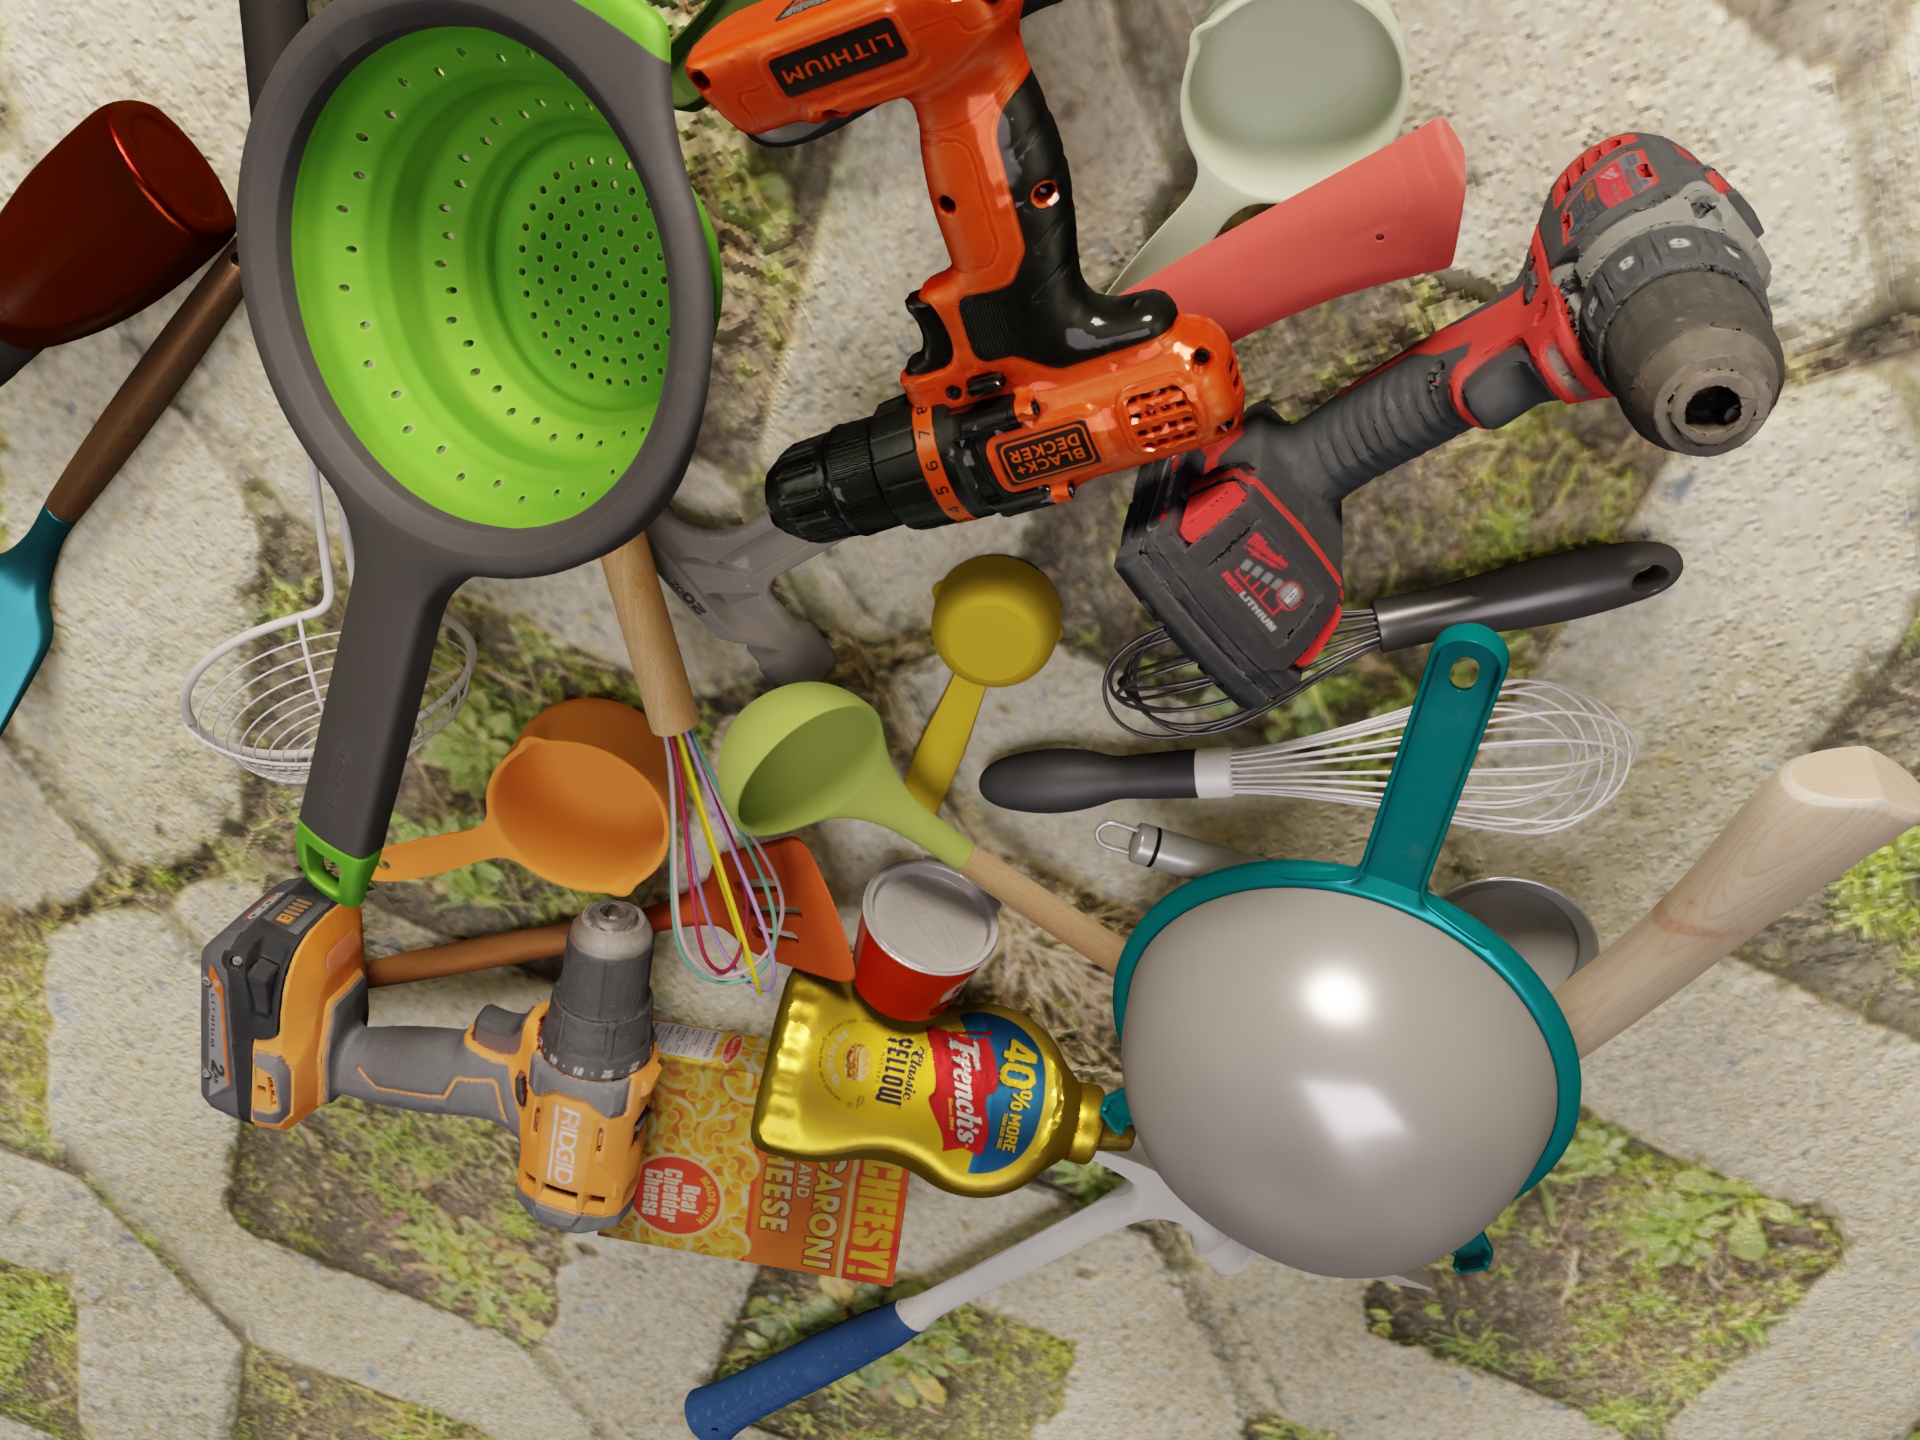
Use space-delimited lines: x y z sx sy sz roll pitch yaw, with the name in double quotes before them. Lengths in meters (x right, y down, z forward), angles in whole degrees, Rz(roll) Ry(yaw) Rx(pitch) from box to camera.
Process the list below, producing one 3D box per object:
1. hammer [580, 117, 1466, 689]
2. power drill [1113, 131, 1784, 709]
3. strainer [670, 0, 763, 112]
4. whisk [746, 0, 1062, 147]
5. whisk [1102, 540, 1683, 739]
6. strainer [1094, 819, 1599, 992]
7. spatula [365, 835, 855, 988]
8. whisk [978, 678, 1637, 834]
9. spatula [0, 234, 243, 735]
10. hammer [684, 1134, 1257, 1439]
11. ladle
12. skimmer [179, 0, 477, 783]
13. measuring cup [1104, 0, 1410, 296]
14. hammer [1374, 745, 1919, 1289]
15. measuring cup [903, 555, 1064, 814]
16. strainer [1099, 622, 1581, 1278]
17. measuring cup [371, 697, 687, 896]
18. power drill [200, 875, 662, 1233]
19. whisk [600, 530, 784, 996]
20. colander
"hammer" 0.017 -0.128 0.608 0.359 0.037 0.149 -24 117 31
"power drill" 0.164 -0.096 0.542 0.226 0.188 0.080 -34 110 31
"strainer" -0.030 -0.284 0.490 0.256 0.069 0.151 -36 87 32
"whisk" 0.046 -0.261 0.531 0.296 0.073 0.073 -17 119 26
"whisk" 0.176 -0.036 0.662 0.239 0.055 0.055 -13 120 12
"strainer" 0.184 0.084 0.730 0.258 0.050 0.086 17 120 -6
"spatula" -0.204 0.116 0.823 0.322 0.041 0.081 -12 109 18
"whisk" 0.145 0.022 0.701 0.284 0.070 0.070 -4 122 18
"spatula" -0.393 -0.104 0.708 0.082 0.044 0.317 44 118 -14
"hammer" -0.026 0.347 0.950 0.405 0.035 0.144 -36 111 27
"ladle" 0.024 0.082 0.739 0.320 0.062 0.078 35 105 -24
"skimmer" -0.276 -0.135 0.666 0.127 0.090 0.363 -11 116 -29
"measuring cup" 0.093 -0.198 0.579 0.083 0.038 0.167 27 137 -15
"hammer" 0.267 0.152 0.722 0.146 0.038 0.410 24 134 -11
"measuring cup" -0.001 -0.002 0.719 0.062 0.029 0.156 20 122 -4
"strainer" 0.159 0.121 0.654 0.211 0.095 0.340 19 129 16
"measuring cup" -0.213 0.042 0.771 0.173 0.052 0.095 -14 120 20
"power drill" -0.259 0.149 0.802 0.226 0.084 0.185 16 116 5
"whisk" -0.123 0.021 0.708 0.051 0.047 0.244 -5 116 14
"colander" -0.186 -0.096 0.624 0.204 0.094 0.397 31 119 13
